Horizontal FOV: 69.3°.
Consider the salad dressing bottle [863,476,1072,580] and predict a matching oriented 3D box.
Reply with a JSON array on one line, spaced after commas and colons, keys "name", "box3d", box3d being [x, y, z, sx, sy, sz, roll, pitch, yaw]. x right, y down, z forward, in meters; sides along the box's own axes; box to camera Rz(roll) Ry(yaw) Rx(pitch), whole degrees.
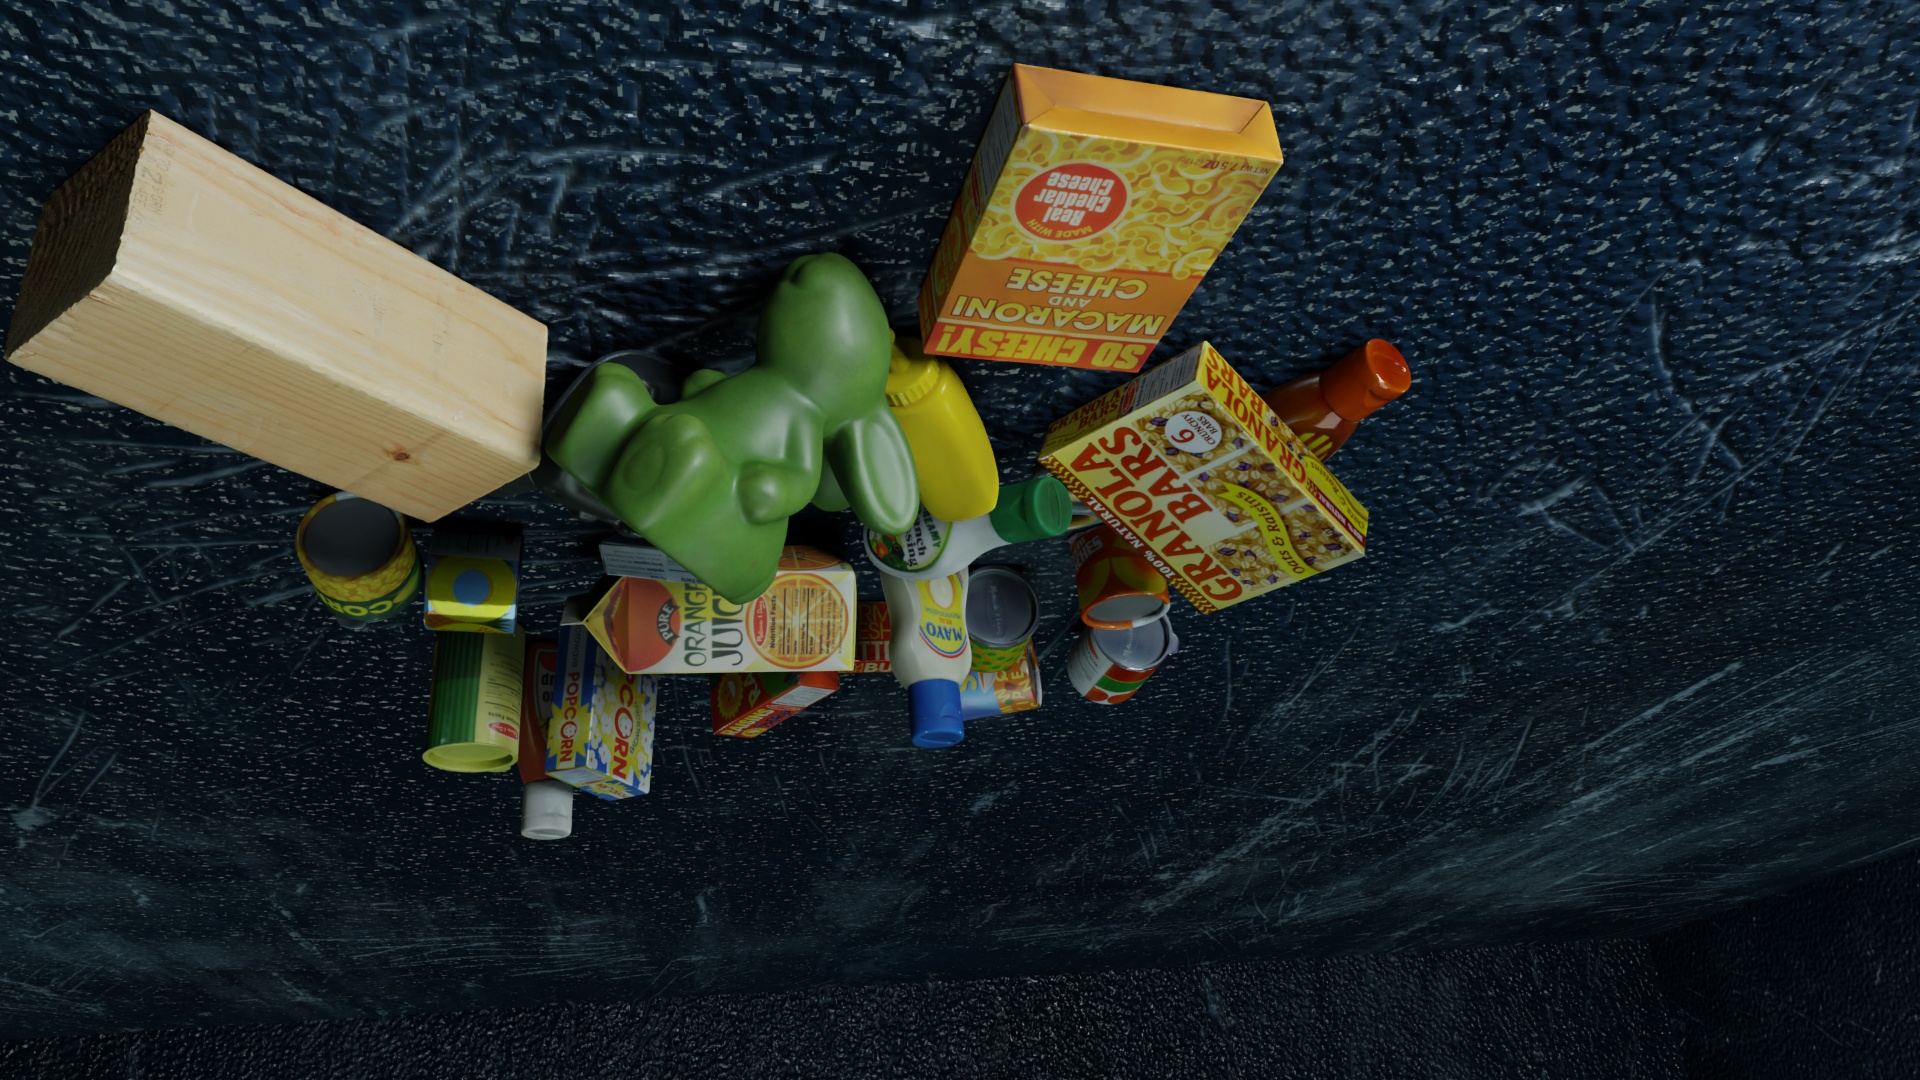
[{"name": "salad dressing bottle", "box3d": [0.003, -0.011, 0.883, 0.147, 0.064, 0.044, -11, 174, 42]}]

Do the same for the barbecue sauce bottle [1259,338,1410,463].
[{"name": "barbecue sauce bottle", "box3d": [0.206, -0.070, 0.848, 0.065, 0.044, 0.148, 20, 144, -26]}]

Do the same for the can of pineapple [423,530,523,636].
[{"name": "can of pineapple", "box3d": [-0.321, 0.030, 0.916, 0.058, 0.071, 0.070, 4, 152, -17]}]

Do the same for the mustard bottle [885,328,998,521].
[{"name": "mustard bottle", "box3d": [-0.020, -0.072, 0.785, 0.049, 0.065, 0.159, -15, 146, 10]}]

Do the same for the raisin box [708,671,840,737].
[{"name": "raisin box", "box3d": [-0.144, 0.091, 1.055, 0.040, 0.086, 0.123, 11, 149, -39]}]

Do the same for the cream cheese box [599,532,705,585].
[{"name": "cream cheese box", "box3d": [-0.172, 0.005, 0.882, 0.104, 0.024, 0.053, 5, -156, 26]}]

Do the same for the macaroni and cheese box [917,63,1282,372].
[{"name": "macaroni and cheese box", "box3d": [0.060, -0.147, 0.669, 0.124, 0.040, 0.165, 3, 152, -17]}]

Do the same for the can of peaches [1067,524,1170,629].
[{"name": "can of peaches", "box3d": [0.114, 0.026, 1.009, 0.071, 0.058, 0.071, -5, 154, -2]}]

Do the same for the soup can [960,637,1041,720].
[{"name": "soup can", "box3d": [0.020, 0.112, 1.156, 0.084, 0.071, 0.071, -11, 153, 9]}]

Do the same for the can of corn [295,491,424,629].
[{"name": "can of corn", "box3d": [-0.375, 0.012, 0.868, 0.071, 0.071, 0.058, 0, 152, -11]}]

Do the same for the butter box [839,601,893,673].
[{"name": "butter box", "box3d": [-0.056, 0.075, 1.078, 0.104, 0.053, 0.024, 0, 151, -12]}]

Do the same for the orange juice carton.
[{"name": "orange juice carton", "box3d": [-0.171, 0.046, 0.945, 0.193, 0.072, 0.072, 0, -166, -11]}]

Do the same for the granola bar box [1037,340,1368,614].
[{"name": "granola bar box", "box3d": [0.149, -0.033, 0.847, 0.165, 0.039, 0.124, 41, 135, -25]}]

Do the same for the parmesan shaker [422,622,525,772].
[{"name": "parmesan shaker", "box3d": [-0.362, 0.115, 1.042, 0.071, 0.103, 0.071, -4, 153, -2]}]

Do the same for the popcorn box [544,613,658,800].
[{"name": "popcorn box", "box3d": [-0.268, 0.123, 1.050, 0.038, 0.127, 0.085, -10, 153, 17]}]

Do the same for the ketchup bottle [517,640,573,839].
[{"name": "ketchup bottle", "box3d": [-0.318, 0.155, 1.079, 0.065, 0.149, 0.043, 18, 146, -38]}]

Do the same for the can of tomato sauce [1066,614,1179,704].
[{"name": "can of tomato sauce", "box3d": [0.130, 0.090, 1.131, 0.071, 0.071, 0.082, 1, 154, -12]}]

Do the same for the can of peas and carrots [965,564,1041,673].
[{"name": "can of peas and carrots", "box3d": [0.020, 0.061, 1.050, 0.071, 0.071, 0.058, 0, 154, -11]}]

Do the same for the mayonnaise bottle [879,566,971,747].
[{"name": "mayonnaise bottle", "box3d": [-0.021, 0.068, 0.962, 0.065, 0.148, 0.041, 14, 147, -34]}]
